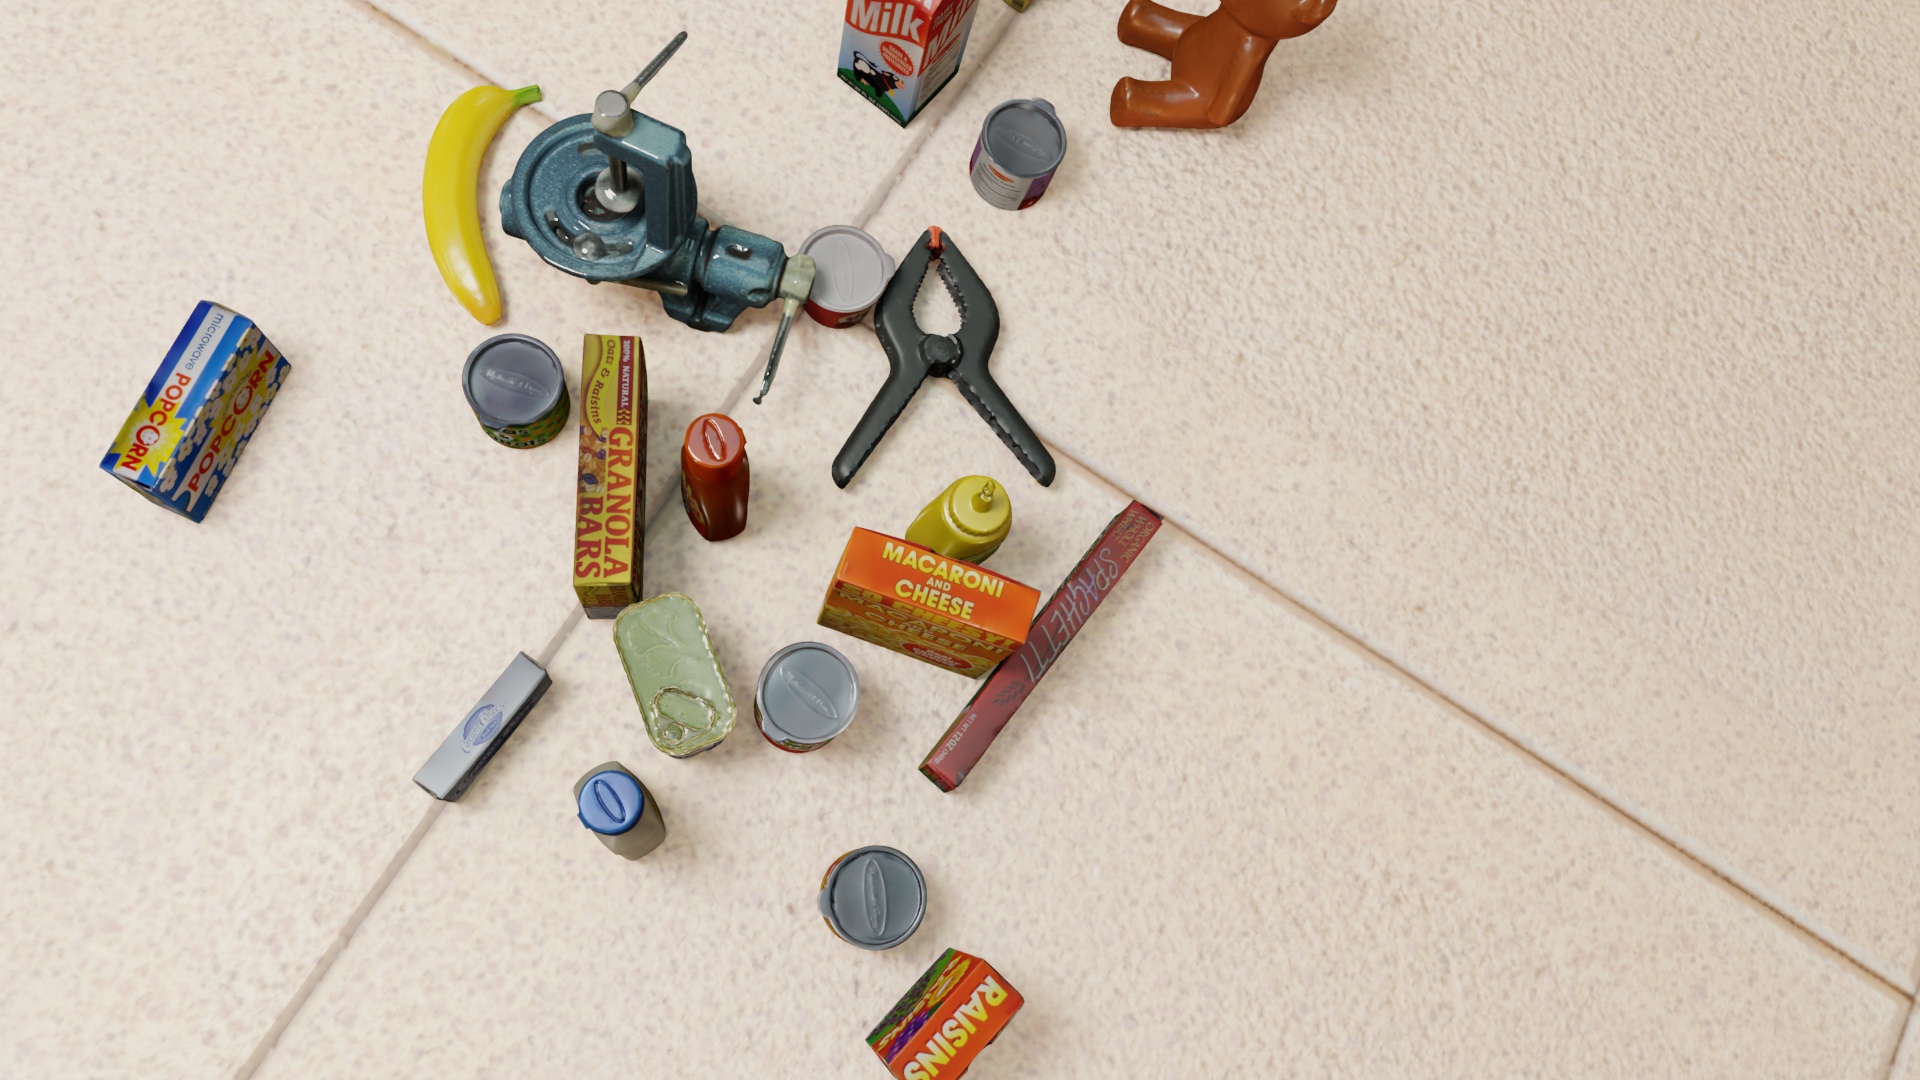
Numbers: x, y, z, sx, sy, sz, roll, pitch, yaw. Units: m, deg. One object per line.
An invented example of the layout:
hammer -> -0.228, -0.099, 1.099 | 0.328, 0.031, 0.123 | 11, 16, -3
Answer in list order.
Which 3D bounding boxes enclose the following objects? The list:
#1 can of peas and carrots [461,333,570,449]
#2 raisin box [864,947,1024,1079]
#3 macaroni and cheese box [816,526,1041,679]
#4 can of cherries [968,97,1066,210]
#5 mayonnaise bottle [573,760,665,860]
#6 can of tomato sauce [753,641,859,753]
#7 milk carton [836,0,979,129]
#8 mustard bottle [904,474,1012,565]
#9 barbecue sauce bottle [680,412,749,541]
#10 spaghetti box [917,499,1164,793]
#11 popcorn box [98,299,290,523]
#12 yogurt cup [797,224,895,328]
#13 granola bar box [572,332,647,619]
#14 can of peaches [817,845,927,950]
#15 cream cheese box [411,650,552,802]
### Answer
can of peas and carrots -> -0.306, -0.100, 0.960 | 0.071, 0.058, 0.071 | 2, 76, -10
raisin box -> -0.012, 0.305, 0.878 | 0.040, 0.123, 0.086 | 46, 73, 3
macaroni and cheese box -> -0.026, 0.044, 0.919 | 0.124, 0.166, 0.040 | 19, 74, -5
can of cherries -> 0.045, -0.299, 1.075 | 0.071, 0.058, 0.071 | 2, 76, -10
mayonnaise bottle -> -0.212, 0.166, 0.863 | 0.041, 0.147, 0.065 | -33, 84, -16
can of tomato sauce -> -0.106, 0.109, 0.932 | 0.071, 0.083, 0.071 | 2, 76, -10
milk carton -> -0.034, -0.393, 1.015 | 0.072, 0.190, 0.073 | 39, 73, 1
mustard bottle -> 0.003, -0.012, 0.942 | 0.065, 0.159, 0.049 | -25, 82, -15
barbecue sauce bottle -> -0.164, -0.045, 0.925 | 0.044, 0.148, 0.065 | -18, 80, -14
spaghetti box -> 0.059, 0.073, 0.988 | 0.029, 0.050, 0.251 | 39, 73, 1
popcorn box -> -0.496, -0.083, 0.907 | 0.038, 0.085, 0.127 | 23, 73, -4
yogurt cup -> -0.089, -0.191, 1.025 | 0.072, 0.053, 0.072 | 2, 76, -10
granola bar box -> -0.230, -0.039, 0.924 | 0.039, 0.124, 0.166 | 1, 76, -10
can of peaches -> -0.061, 0.236, 0.921 | 0.071, 0.058, 0.071 | 2, 76, -10
cream cheese box -> -0.309, 0.123, 0.906 | 0.024, 0.053, 0.104 | 37, 73, 0
